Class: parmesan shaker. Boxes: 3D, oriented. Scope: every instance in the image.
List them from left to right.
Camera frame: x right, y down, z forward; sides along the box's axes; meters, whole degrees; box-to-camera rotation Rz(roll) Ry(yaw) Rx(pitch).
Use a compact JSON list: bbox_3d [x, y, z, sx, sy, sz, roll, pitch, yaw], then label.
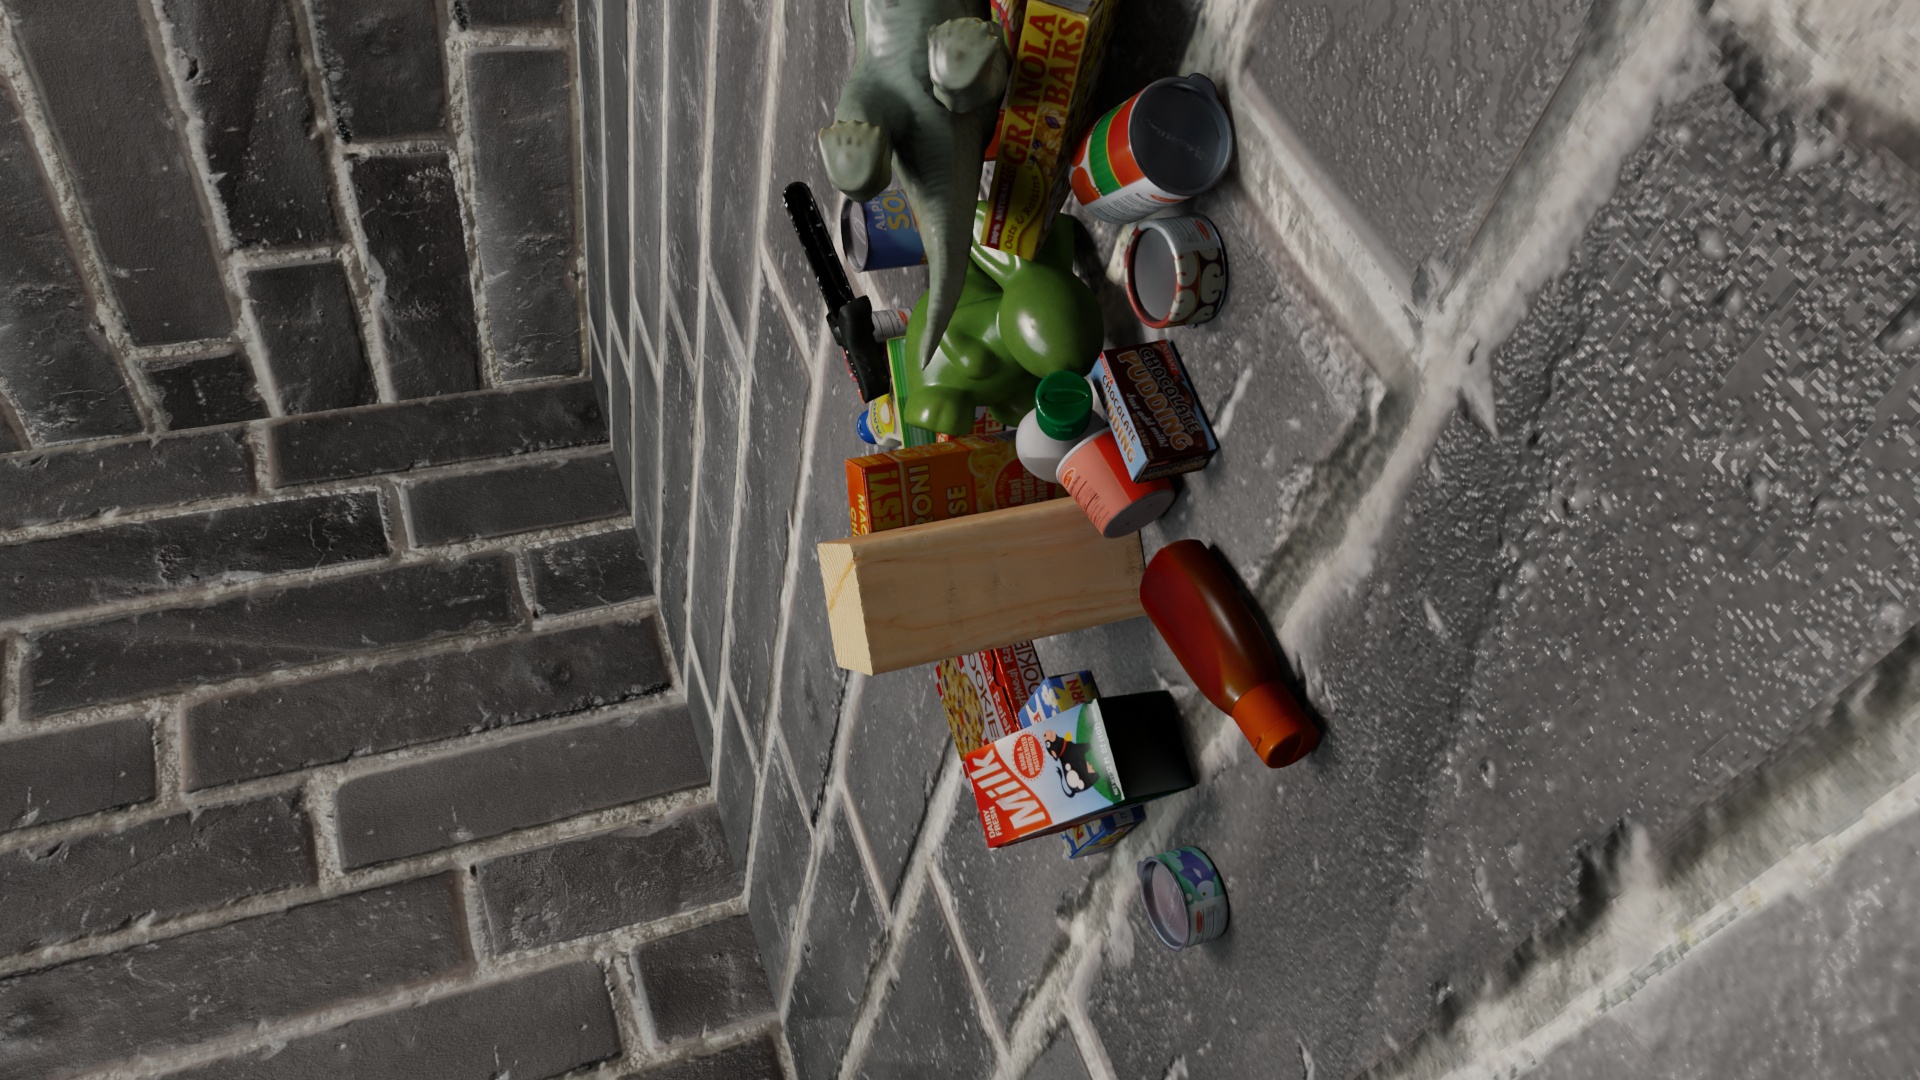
[{"bbox_3d":[-0.023,-0.128,1.200,0.071,0.071,0.103,-170,70,-68],"label":"parmesan shaker"}]

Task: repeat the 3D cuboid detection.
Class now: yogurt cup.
[{"bbox_3d":[0.104,-0.038,0.911,0.054,0.072,0.072,61,154,21],"label":"yogurt cup"}]

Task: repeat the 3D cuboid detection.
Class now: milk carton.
[{"bbox_3d":[0.070,0.170,1.000,0.190,0.073,0.072,-31,67,46],"label":"milk carton"}]

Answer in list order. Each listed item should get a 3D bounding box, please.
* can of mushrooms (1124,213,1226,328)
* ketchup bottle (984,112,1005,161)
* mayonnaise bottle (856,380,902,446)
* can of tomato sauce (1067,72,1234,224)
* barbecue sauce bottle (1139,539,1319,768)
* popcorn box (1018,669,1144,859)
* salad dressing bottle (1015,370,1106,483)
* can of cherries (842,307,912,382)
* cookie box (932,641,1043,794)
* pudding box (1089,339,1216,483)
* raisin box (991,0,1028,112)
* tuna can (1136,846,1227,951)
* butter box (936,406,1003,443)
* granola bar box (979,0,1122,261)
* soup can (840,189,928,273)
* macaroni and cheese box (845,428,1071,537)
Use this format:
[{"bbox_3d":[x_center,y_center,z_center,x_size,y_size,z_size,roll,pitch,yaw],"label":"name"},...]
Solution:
[{"bbox_3d":[0.127,-0.158,0.831,0.071,0.033,0.071,170,89,-69],"label":"can of mushrooms"},{"bbox_3d":[-0.009,-0.282,0.963,0.065,0.149,0.043,-132,36,-54],"label":"ketchup bottle"},{"bbox_3d":[-0.063,-0.119,1.337,0.148,0.041,0.064,168,93,-69],"label":"mayonnaise bottle"},{"bbox_3d":[0.108,-0.225,0.803,0.083,0.071,0.071,-179,79,-70],"label":"can of tomato sauce"},{"bbox_3d":[0.161,0.070,0.841,0.064,0.044,0.149,100,151,-44],"label":"barbecue sauce bottle"},{"bbox_3d":[0.092,0.175,1.083,0.084,0.038,0.127,116,138,-60],"label":"popcorn box"},{"bbox_3d":[0.069,-0.075,0.936,0.147,0.064,0.044,75,-165,-79],"label":"salad dressing bottle"},{"bbox_3d":[-0.076,-0.183,1.316,0.071,0.058,0.071,171,89,-69],"label":"can of cherries"},{"bbox_3d":[0.028,0.142,1.231,0.166,0.040,0.123,121,134,-61],"label":"cookie box"},{"bbox_3d":[0.120,-0.081,0.866,0.030,0.050,0.084,116,140,-60],"label":"pudding box"},{"bbox_3d":[0.039,-0.358,0.922,0.086,0.040,0.122,60,139,43],"label":"raisin box"},{"bbox_3d":[0.153,0.246,0.964,0.071,0.033,0.071,170,89,-69],"label":"tuna can"},{"bbox_3d":[0.008,-0.098,1.145,0.024,0.053,0.103,-128,33,-54],"label":"butter box"},{"bbox_3d":[0.060,-0.274,0.850,0.164,0.039,0.125,103,-172,-47],"label":"granola bar box"},{"bbox_3d":[-0.052,-0.266,1.175,0.071,0.084,0.071,170,89,-69],"label":"soup can"},{"bbox_3d":[0.004,-0.013,1.037,0.040,0.167,0.123,-150,52,-63],"label":"macaroni and cheese box"}]
